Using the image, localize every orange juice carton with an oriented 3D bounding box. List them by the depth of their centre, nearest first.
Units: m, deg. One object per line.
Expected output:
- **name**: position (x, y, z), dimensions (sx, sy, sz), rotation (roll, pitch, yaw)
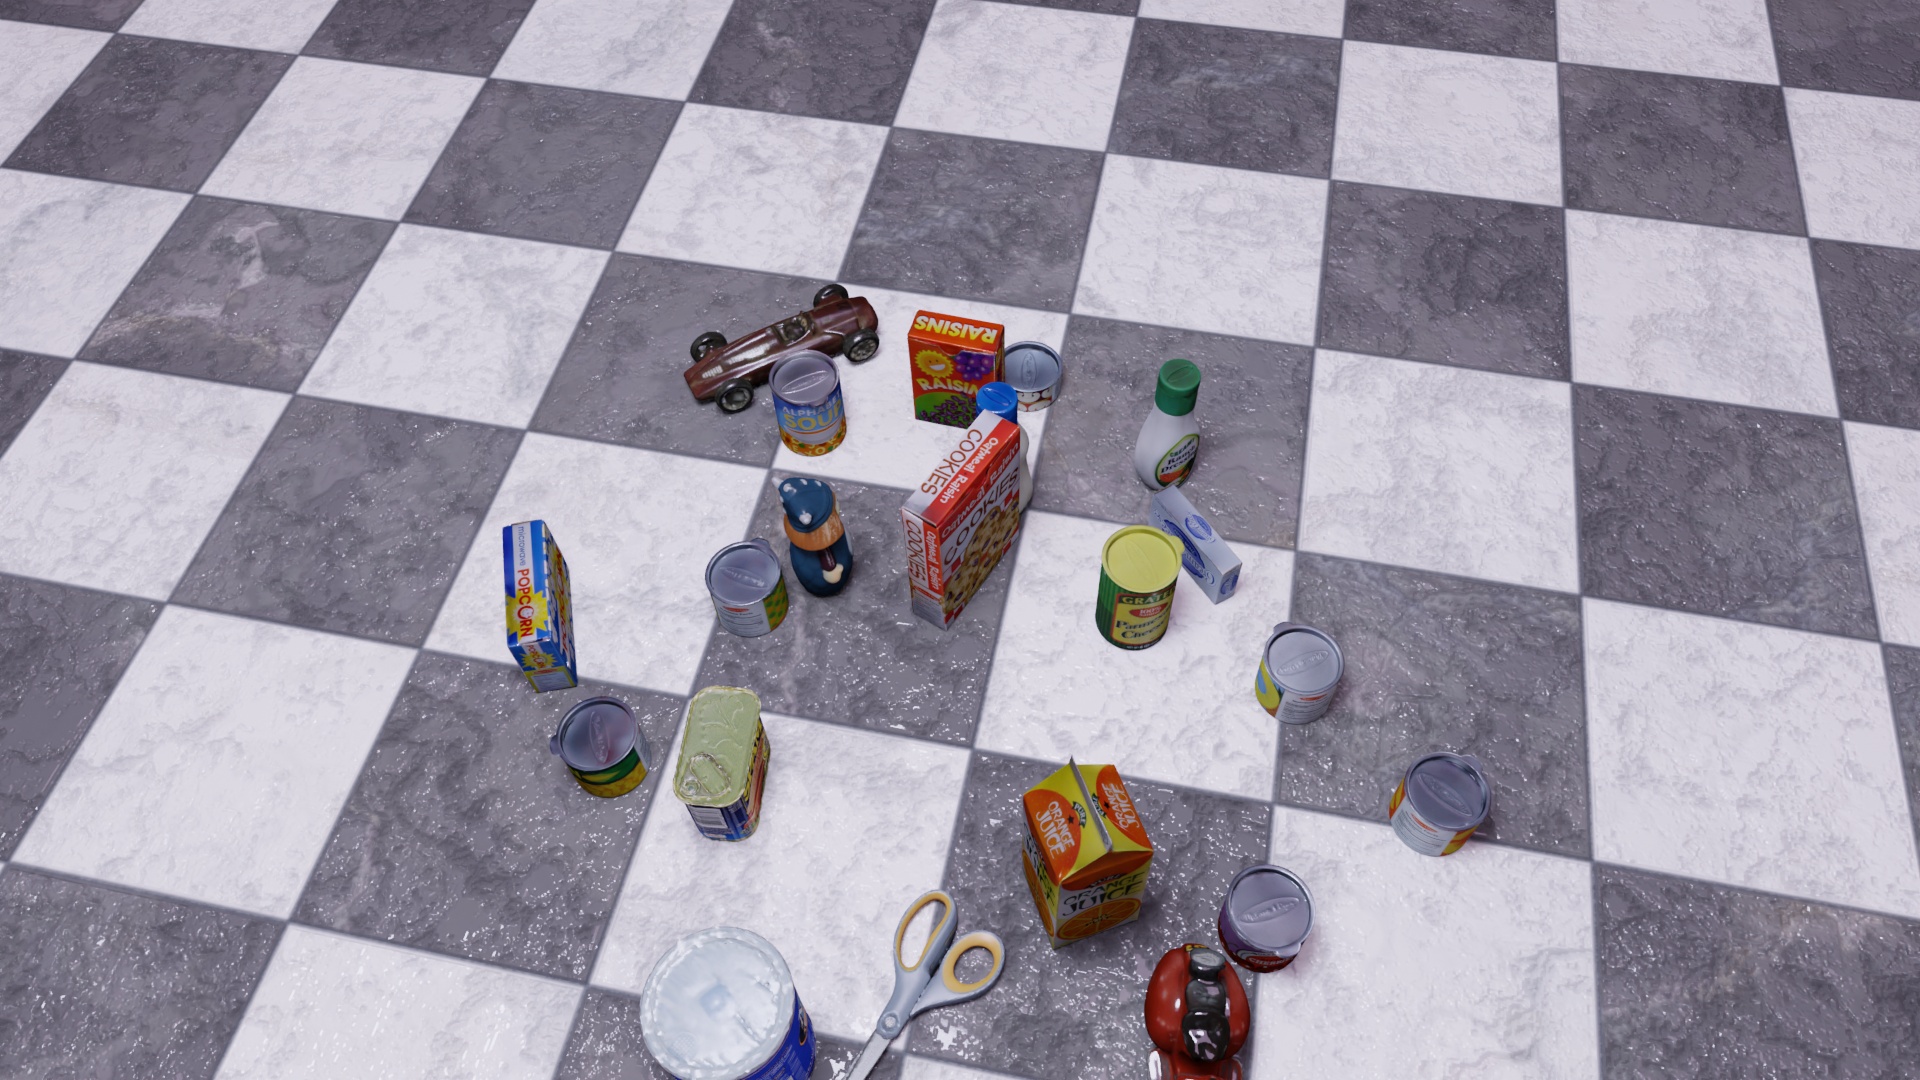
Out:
- **orange juice carton**: position (0.091, 0.226, 1.015), dimensions (0.073, 0.191, 0.072), rotation (-17, 58, -9)

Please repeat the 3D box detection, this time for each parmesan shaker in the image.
- **parmesan shaker**: position (0.154, 0.042, 1.190), dimensions (0.071, 0.102, 0.071), rotation (-1, 56, 1)

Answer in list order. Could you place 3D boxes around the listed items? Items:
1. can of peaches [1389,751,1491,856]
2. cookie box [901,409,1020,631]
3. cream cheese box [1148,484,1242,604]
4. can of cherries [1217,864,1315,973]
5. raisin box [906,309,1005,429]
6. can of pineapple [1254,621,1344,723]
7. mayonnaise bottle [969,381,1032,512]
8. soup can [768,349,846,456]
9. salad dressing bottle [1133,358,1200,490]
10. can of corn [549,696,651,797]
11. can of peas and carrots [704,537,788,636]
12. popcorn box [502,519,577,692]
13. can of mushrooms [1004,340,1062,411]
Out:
- **can of peaches**: position (0.380, 0.208, 1.099), dimensions (0.071, 0.057, 0.071), rotation (-1, 56, 1)
- **cookie box**: position (0.004, -0.015, 1.194), dimensions (0.040, 0.166, 0.123), rotation (28, 62, 19)
- **cream cheese box**: position (0.209, 0.003, 1.244), dimensions (0.024, 0.053, 0.104), rotation (-28, 60, -16)
- **can of cherries**: position (0.230, 0.289, 1.049), dimensions (0.071, 0.058, 0.072), rotation (-1, 56, 1)
- **raisin box**: position (-0.003, -0.158, 1.316), dimensions (0.086, 0.122, 0.040), rotation (13, 58, 10)
- **can of pineapple**: position (0.283, 0.111, 1.167), dimensions (0.071, 0.057, 0.071), rotation (-1, 56, 1)
- **mayonnaise bottle**: position (0.034, -0.082, 1.250), dimensions (0.065, 0.147, 0.041), rotation (29, 62, 20)
- **soup can**: position (-0.143, -0.128, 1.324), dimensions (0.071, 0.083, 0.072), rotation (-1, 56, 1)
- **salad dressing bottle**: position (0.191, -0.104, 1.260), dimensions (0.064, 0.147, 0.044), rotation (-30, 61, -17)
- **can of corn**: position (-0.295, 0.171, 1.143), dimensions (0.071, 0.058, 0.071), rotation (-1, 56, 1)
- **can of peas and carrots**: position (-0.187, 0.041, 1.227), dimensions (0.071, 0.058, 0.071), rotation (-1, 56, 1)
- **popcorn box**: position (-0.365, 0.056, 1.206), dimensions (0.038, 0.084, 0.127), rotation (-11, 57, -6)
- **can of mushrooms**: position (0.065, -0.162, 1.371), dimensions (0.071, 0.033, 0.071), rotation (-1, 56, 1)
